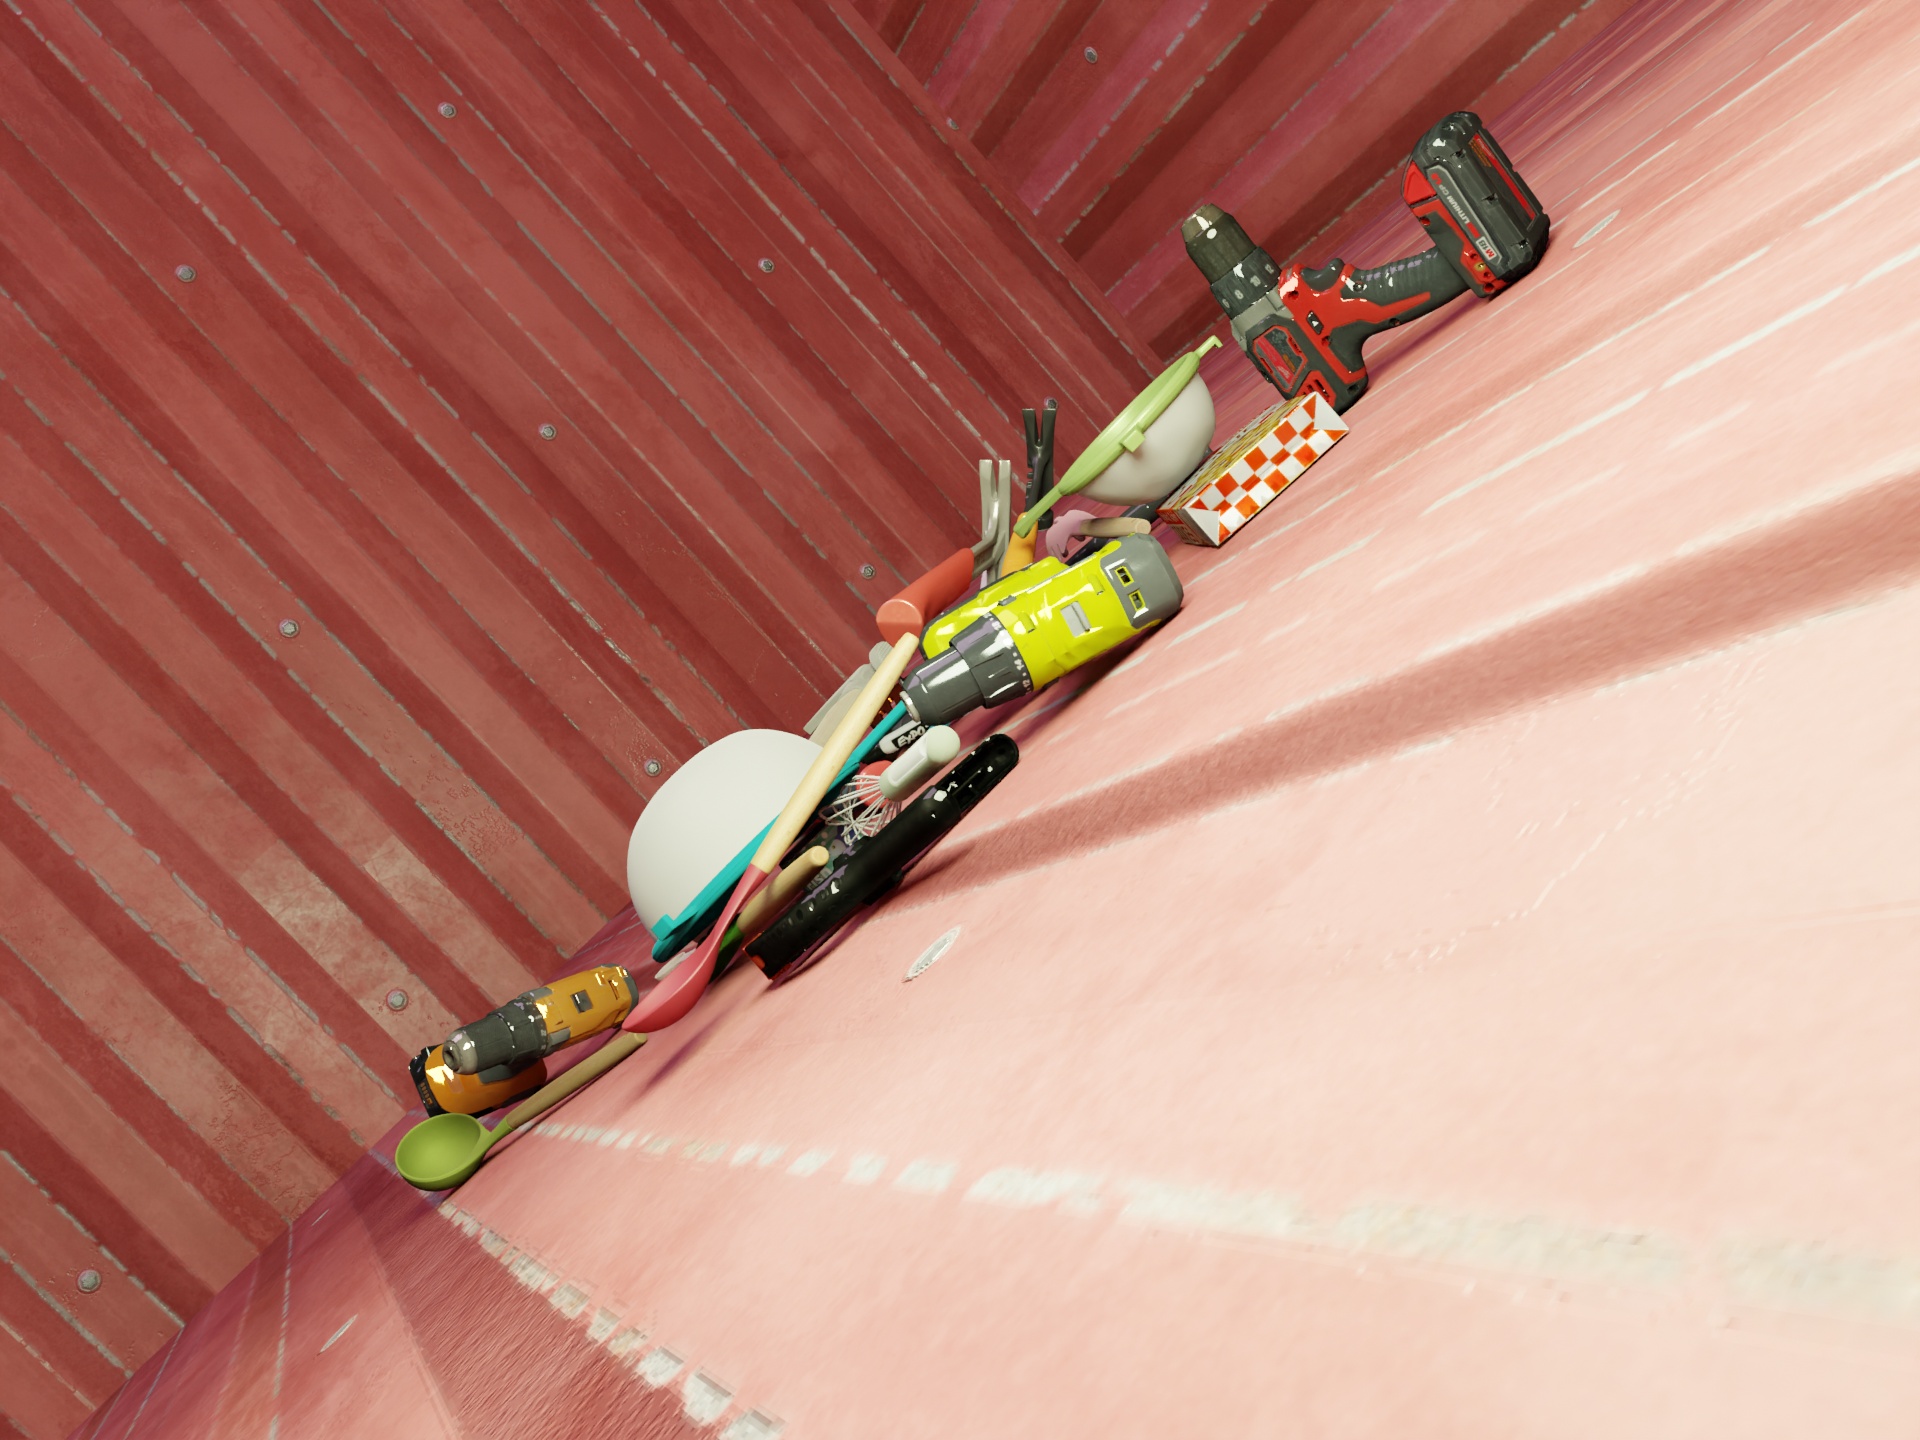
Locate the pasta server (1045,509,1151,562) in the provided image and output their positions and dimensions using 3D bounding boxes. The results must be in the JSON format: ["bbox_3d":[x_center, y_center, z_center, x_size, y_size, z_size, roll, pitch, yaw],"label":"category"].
[{"bbox_3d":[0.121,-0.160,1.368,0.060,0.040,0.316,-44,11,-2],"label":"pasta server"}]

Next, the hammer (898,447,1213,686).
[{"bbox_3d":[0.096,-0.141,1.589,0.409,0.036,0.149,-37,-4,26],"label":"hammer"}]

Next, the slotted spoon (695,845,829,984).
[{"bbox_3d":[-0.143,0.135,1.119,0.070,0.031,0.313,-51,4,-29],"label":"slotted spoon"}]

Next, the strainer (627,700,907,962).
[{"bbox_3d":[-0.137,0.032,1.211,0.340,0.095,0.211,-46,-2,-15],"label":"strainer"}]

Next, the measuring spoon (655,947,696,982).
[{"bbox_3d":[-0.225,0.208,1.395,0.124,0.018,0.034,-29,13,39],"label":"measuring spoon"}]

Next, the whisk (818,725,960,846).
[{"bbox_3d":[-0.048,0.046,1.101,0.246,0.059,0.058,138,137,-65],"label":"whisk"}]

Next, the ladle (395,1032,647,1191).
[{"bbox_3d":[-0.371,0.319,1.337,0.320,0.062,0.078,-36,18,32],"label":"ladle"}]

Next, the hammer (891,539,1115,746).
[{"bbox_3d":[0.047,-0.074,1.513,0.334,0.035,0.146,-39,8,33],"label":"hammer"}]

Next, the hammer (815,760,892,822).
[{"bbox_3d":[-0.133,0.089,1.499,0.143,0.038,0.386,-45,6,-16],"label":"hammer"}]

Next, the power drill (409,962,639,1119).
[{"bbox_3d":[-0.422,0.304,1.457,0.226,0.084,0.185,-35,-12,39],"label":"power drill"}]

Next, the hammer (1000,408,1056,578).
[{"bbox_3d":[0.060,-0.174,1.475,0.034,0.127,0.337,3,32,7],"label":"hammer"}]

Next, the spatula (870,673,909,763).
[{"bbox_3d":[-0.076,0.013,1.661,0.081,0.041,0.323,-41,7,9],"label":"spatula"}]

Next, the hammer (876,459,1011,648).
[{"bbox_3d":[-0.005,-0.132,1.368,0.037,0.149,0.359,3,16,13],"label":"hammer"}]

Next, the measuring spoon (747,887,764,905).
[{"bbox_3d":[-0.182,0.164,1.441,0.021,0.011,0.117,-42,2,-7],"label":"measuring spoon"}]

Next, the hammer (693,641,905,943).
[{"bbox_3d":[-0.161,0.072,1.465,0.146,0.038,0.411,-45,10,34],"label":"hammer"}]

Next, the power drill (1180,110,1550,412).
[{"bbox_3d":[0.286,-0.343,1.159,0.226,0.188,0.080,-32,12,42],"label":"power drill"}]

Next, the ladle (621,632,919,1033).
[{"bbox_3d":[-0.117,0.074,1.036,0.315,0.031,0.069,-57,12,-8],"label":"ladle"}]

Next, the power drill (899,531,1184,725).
[{"bbox_3d":[0.038,-0.056,1.102,0.190,0.080,0.228,-29,5,-6],"label":"power drill"}]

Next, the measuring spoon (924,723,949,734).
[{"bbox_3d":[-0.002,-0.005,1.442,0.129,0.021,0.042,-53,31,-16],"label":"measuring spoon"}]

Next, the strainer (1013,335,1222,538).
[{"bbox_3d":[0.127,-0.195,1.298,0.151,0.069,0.256,-52,8,-34],"label":"strainer"}]
